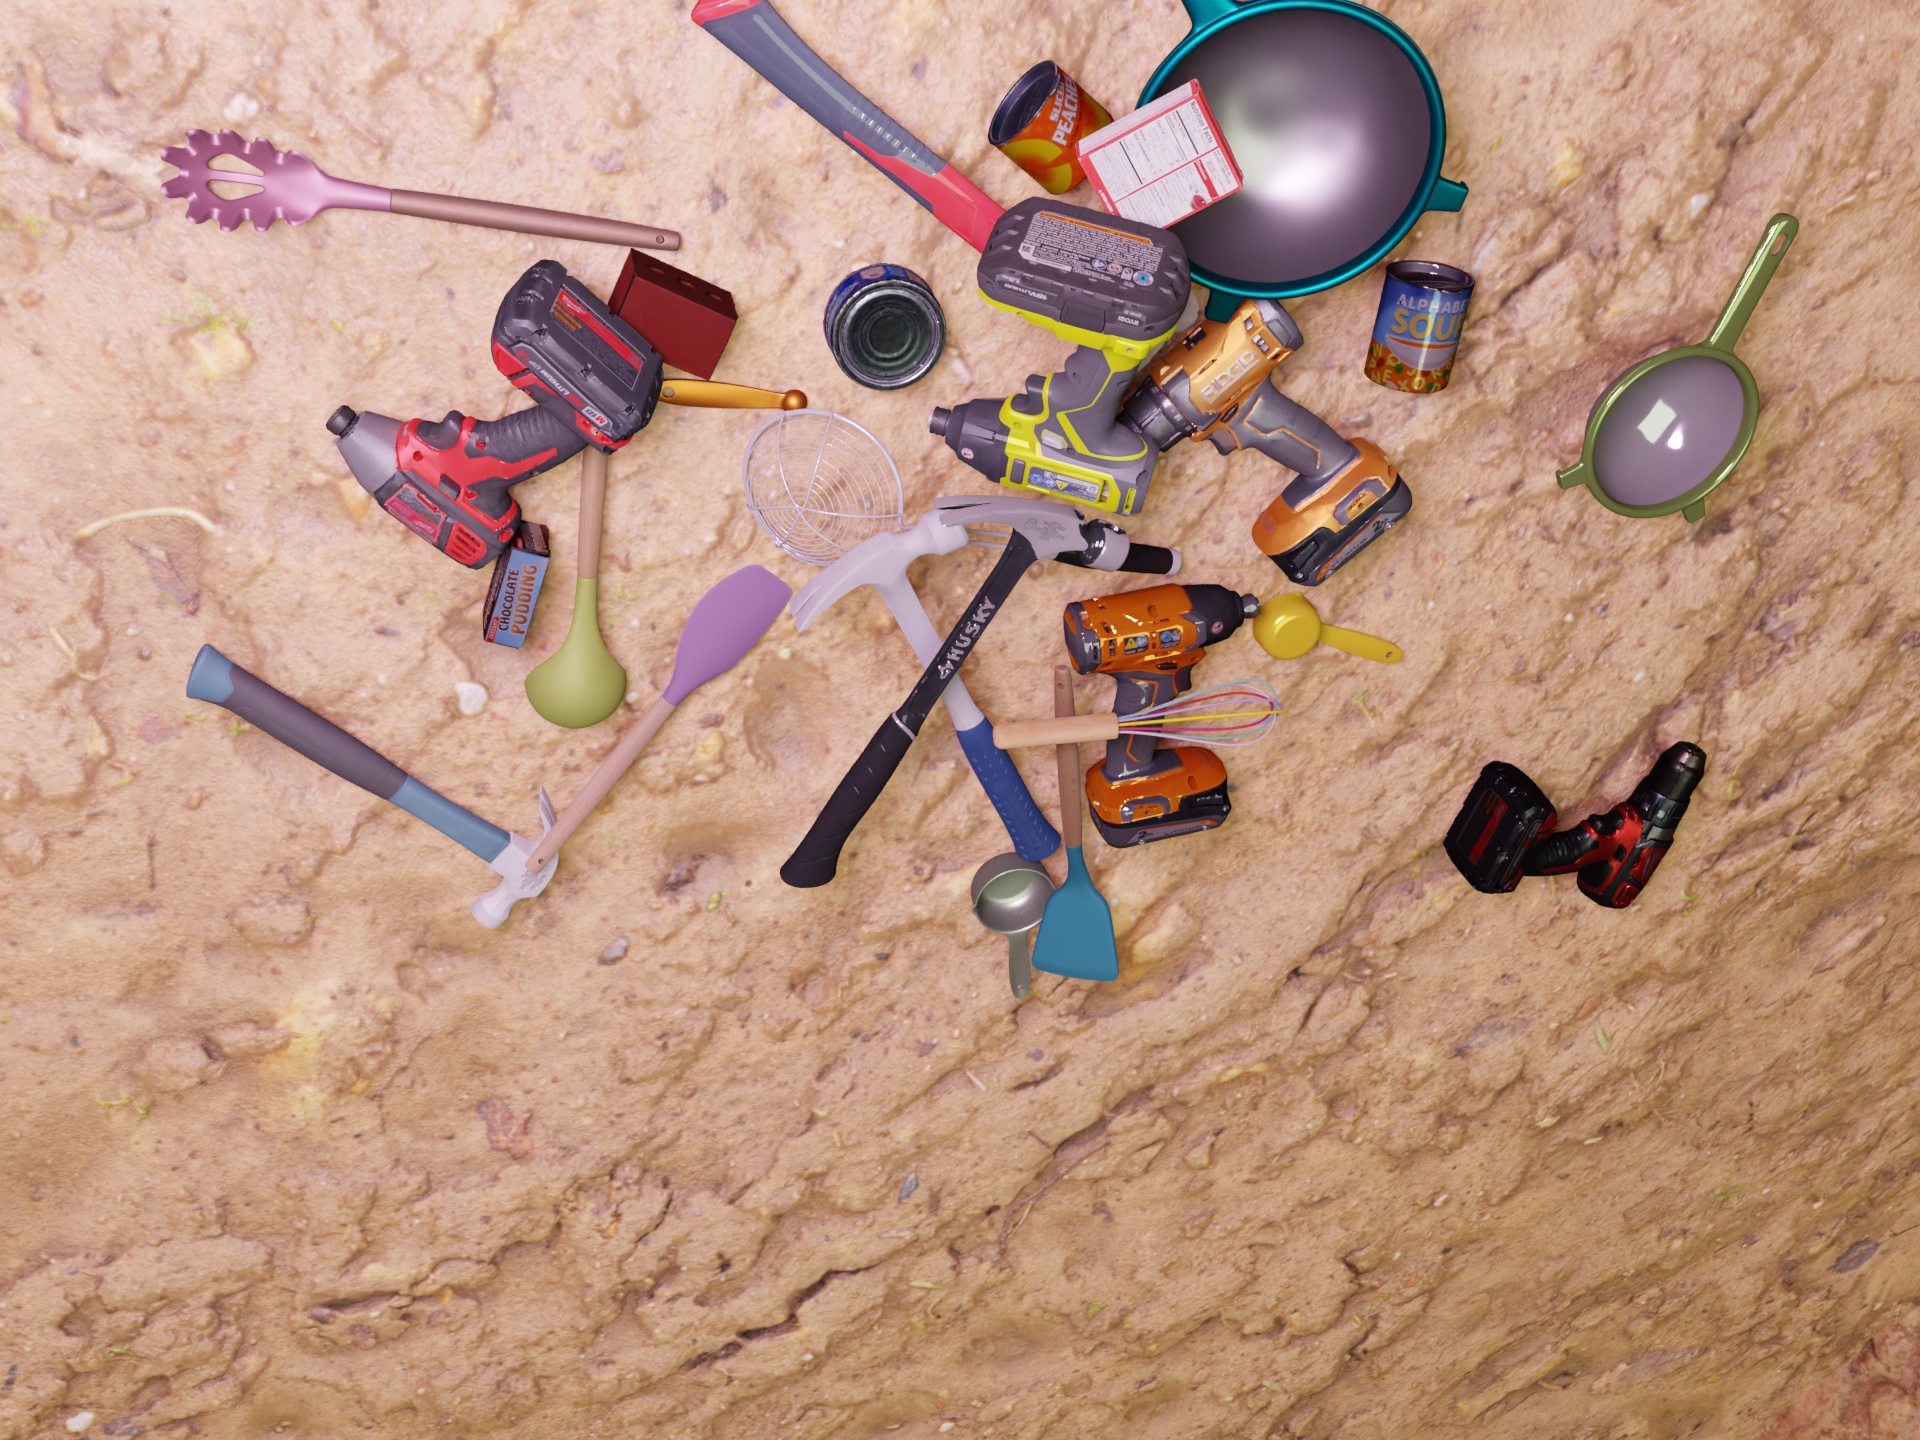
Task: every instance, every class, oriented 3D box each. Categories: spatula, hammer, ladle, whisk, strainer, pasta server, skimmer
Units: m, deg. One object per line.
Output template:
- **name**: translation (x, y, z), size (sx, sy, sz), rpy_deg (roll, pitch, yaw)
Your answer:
- **spatula**: translation (0.095, 0.093, 1.380), size (0.082, 0.044, 0.317), rpy_deg (7, 126, 19)
- **hammer**: translation (-0.023, -0.354, 1.086), size (0.386, 0.038, 0.143), rpy_deg (32, 140, -24)
- **hammer**: translation (-0.002, -0.004, 1.296), size (0.144, 0.035, 0.405), rpy_deg (-25, 137, 4)
- **ladle**: translation (-0.278, -0.137, 1.182), size (0.078, 0.062, 0.320), rpy_deg (-1, 117, -23)
- **whisk**: translation (0.148, 0.001, 1.294), size (0.245, 0.047, 0.051), rpy_deg (-5, 117, -7)
- **strainer**: translation (0.587, -0.291, 1.289), size (0.151, 0.069, 0.256), rpy_deg (10, 119, -18)
- **hammer**: translation (-0.457, 0.046, 1.254), size (0.128, 0.033, 0.330), rpy_deg (-42, 124, 15)
- **pasta server**: translation (-0.340, -0.331, 1.029), size (0.316, 0.040, 0.060), rpy_deg (3, 111, -18)
- **spatula**: translation (-0.250, 0.002, 1.271), size (0.059, 0.018, 0.316), rpy_deg (35, 101, -31)
- **skimmer**: translation (0.011, -0.162, 1.243), size (0.363, 0.090, 0.127), rpy_deg (3, 133, -30)
- **strainer**: translation (0.184, -0.444, 1.052), size (0.211, 0.095, 0.340), rpy_deg (-22, 128, 24)
- **hammer**: translation (-0.038, -0.010, 1.224), size (0.149, 0.036, 0.408), rpy_deg (14, 127, -31)

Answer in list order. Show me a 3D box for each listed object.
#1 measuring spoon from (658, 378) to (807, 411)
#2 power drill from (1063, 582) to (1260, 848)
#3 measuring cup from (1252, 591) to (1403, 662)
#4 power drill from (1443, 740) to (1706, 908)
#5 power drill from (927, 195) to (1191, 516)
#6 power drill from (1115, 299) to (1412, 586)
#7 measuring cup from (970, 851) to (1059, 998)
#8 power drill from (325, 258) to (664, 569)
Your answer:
- **measuring spoon**: translation (-0.168, -0.234, 1.156), size (0.117, 0.011, 0.021), rpy_deg (2, 123, -16)
- **power drill**: translation (0.178, -0.012, 1.361), size (0.164, 0.084, 0.226), rpy_deg (-12, 121, -7)
- **measuring cup**: translation (0.329, -0.068, 1.393), size (0.156, 0.029, 0.062), rpy_deg (14, 119, -21)
- **power drill**: translation (0.609, 0.095, 1.555), size (0.226, 0.080, 0.187), rpy_deg (7, 121, -23)
- **power drill**: translation (0.066, -0.244, 1.110), size (0.171, 0.080, 0.223), rpy_deg (16, 148, 4)
- **power drill**: translation (0.224, -0.204, 1.245), size (0.185, 0.084, 0.226), rpy_deg (-40, 120, 15)
- **measuring cup**: translation (0.049, 0.192, 1.489), size (0.083, 0.038, 0.167), rpy_deg (-11, 127, -8)
- **power drill**: translation (-0.318, -0.202, 1.071), size (0.219, 0.079, 0.143), rpy_deg (-30, 125, 30)
